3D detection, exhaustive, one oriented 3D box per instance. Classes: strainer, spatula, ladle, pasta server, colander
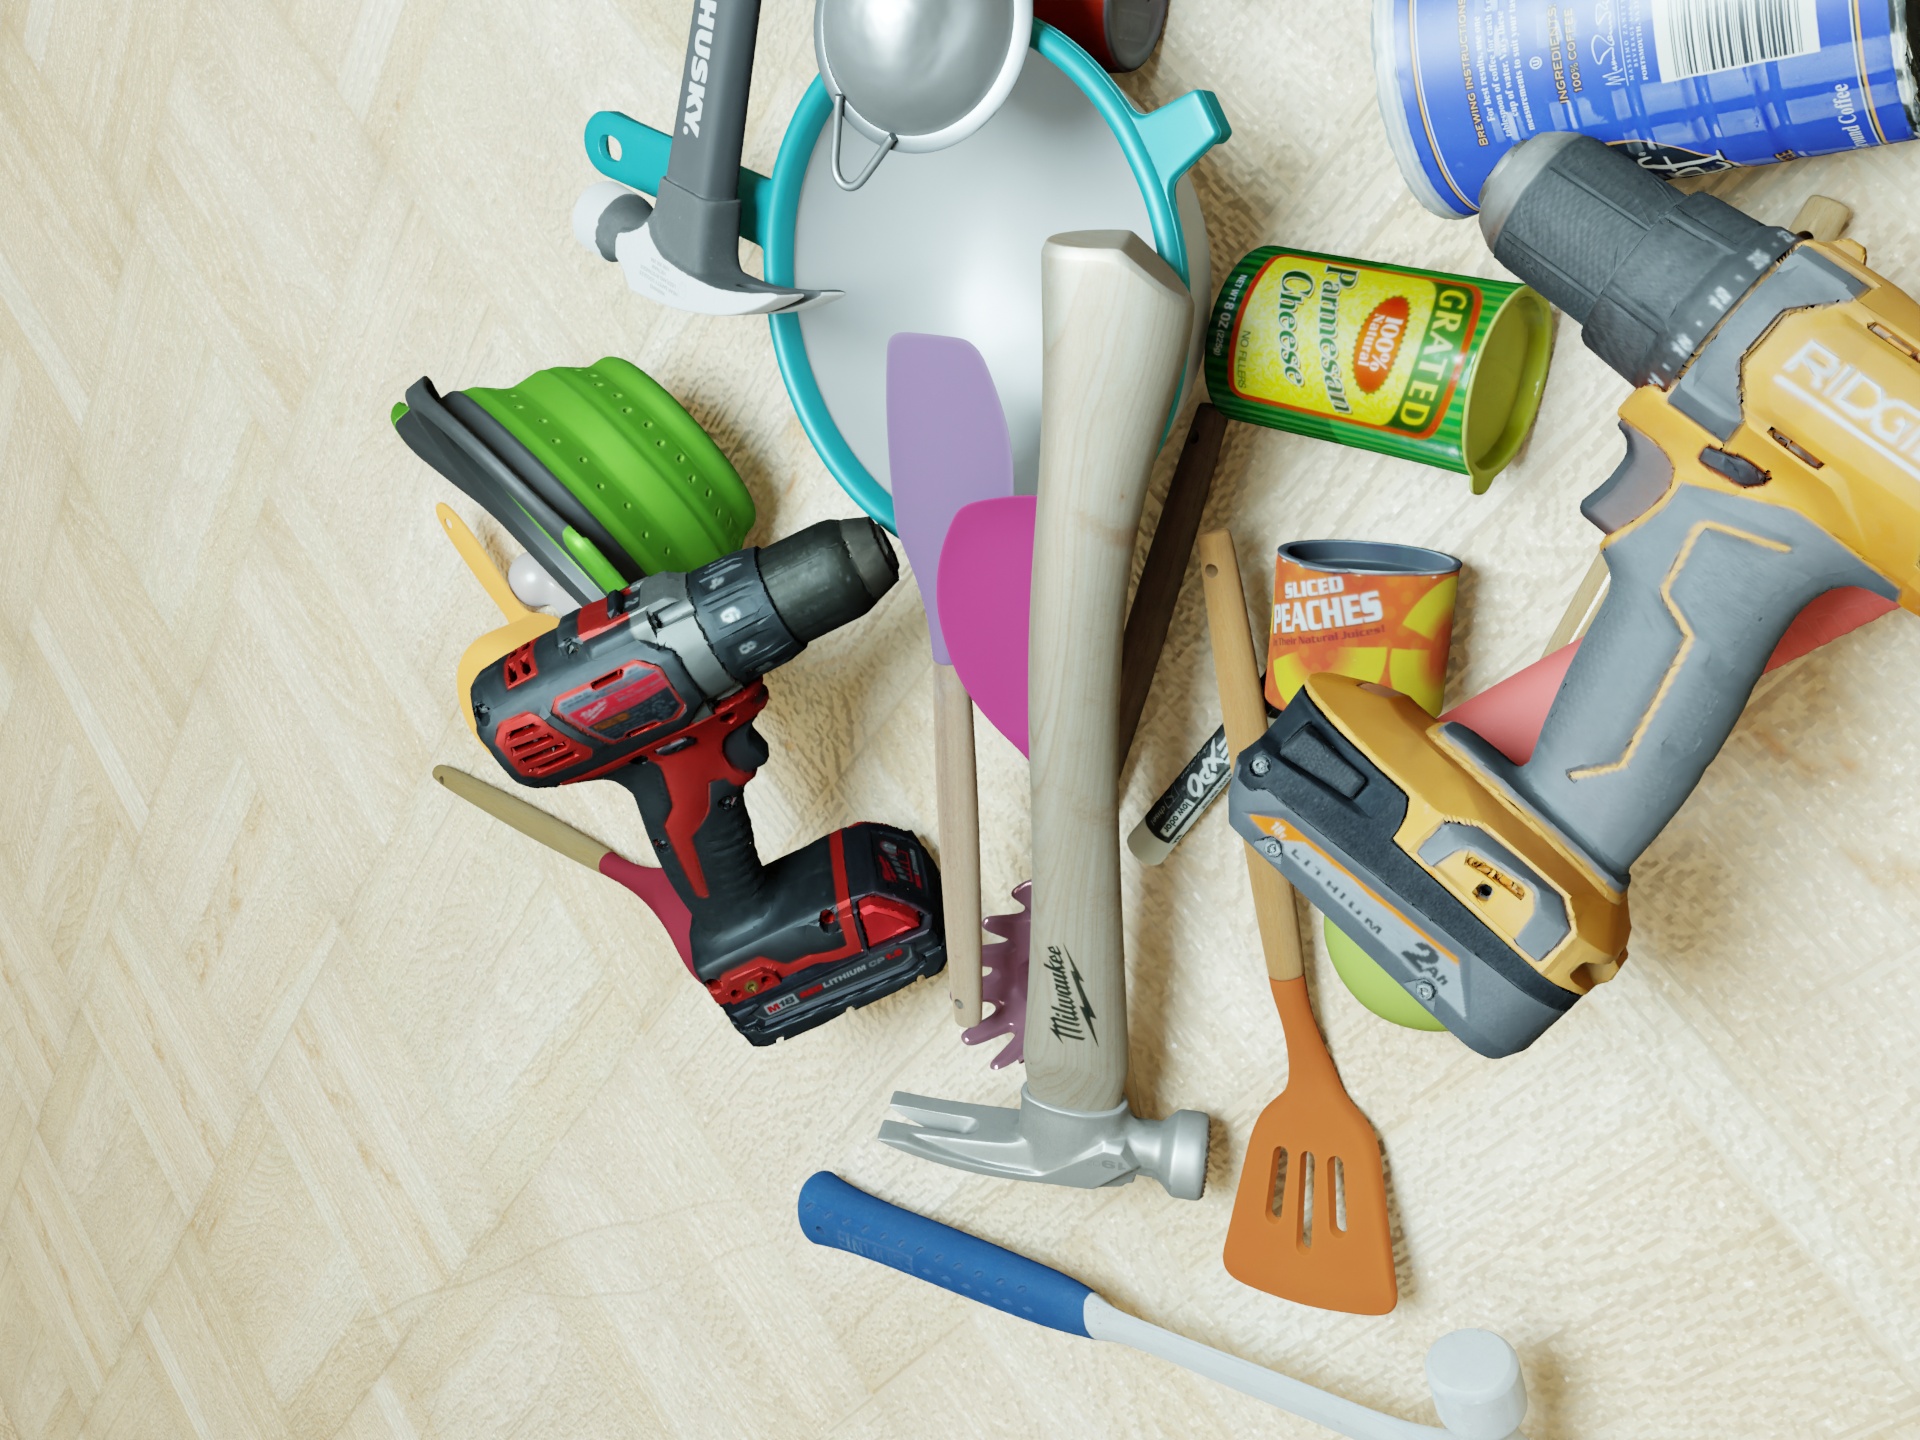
[{"bbox_3d":[-0.022,-0.202,0.670,0.341,0.095,0.210,32,127,31],"label":"strainer"},{"bbox_3d":[0.124,0.084,0.642,0.081,0.041,0.322,-1,106,41],"label":"spatula"},{"bbox_3d":[-0.001,-0.002,0.662,0.060,0.018,0.315,16,122,32],"label":"spatula"},{"bbox_3d":[0.218,-0.024,0.558,0.078,0.062,0.320,36,114,30],"label":"ladle"},{"bbox_3d":[0.060,0.015,0.695,0.060,0.040,0.316,36,121,41],"label":"pasta server"},{"bbox_3d":[-0.230,0.079,0.963,0.316,0.031,0.069,21,111,37],"label":"ladle"},{"bbox_3d":[-0.214,-0.141,0.854,0.397,0.094,0.204,33,164,49],"label":"colander"},{"bbox_3d":[0.020,-0.293,0.524,0.087,0.050,0.258,41,108,13],"label":"strainer"}]

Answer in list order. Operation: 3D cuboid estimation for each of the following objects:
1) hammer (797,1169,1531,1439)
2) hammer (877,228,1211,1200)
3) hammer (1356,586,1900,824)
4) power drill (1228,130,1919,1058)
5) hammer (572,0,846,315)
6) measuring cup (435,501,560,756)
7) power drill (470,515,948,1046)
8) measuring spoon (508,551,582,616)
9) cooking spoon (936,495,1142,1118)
[{"bbox_3d":[0.072,0.284,0.734,0.406,0.035,0.144,4,123,43],"label":"hammer"},{"bbox_3d":[0.035,0.022,0.617,0.146,0.038,0.410,5,120,10],"label":"hammer"},{"bbox_3d":[0.269,-0.061,0.466,0.359,0.036,0.149,-32,80,30],"label":"hammer"},{"bbox_3d":[0.175,-0.040,0.460,0.185,0.084,0.226,45,112,19],"label":"power drill"},{"bbox_3d":[-0.076,-0.313,0.588,0.146,0.035,0.334,36,126,33],"label":"hammer"},{"bbox_3d":[-0.278,-0.049,0.935,0.095,0.052,0.173,-34,89,45],"label":"measuring cup"},{"bbox_3d":[-0.081,0.025,0.710,0.188,0.080,0.226,-25,124,7],"label":"power drill"},{"bbox_3d":[-0.228,-0.060,0.933,0.124,0.018,0.034,37,122,27],"label":"measuring spoon"},{"bbox_3d":[0.047,0.054,0.665,0.069,0.017,0.318,-4,118,17],"label":"cooking spoon"}]
